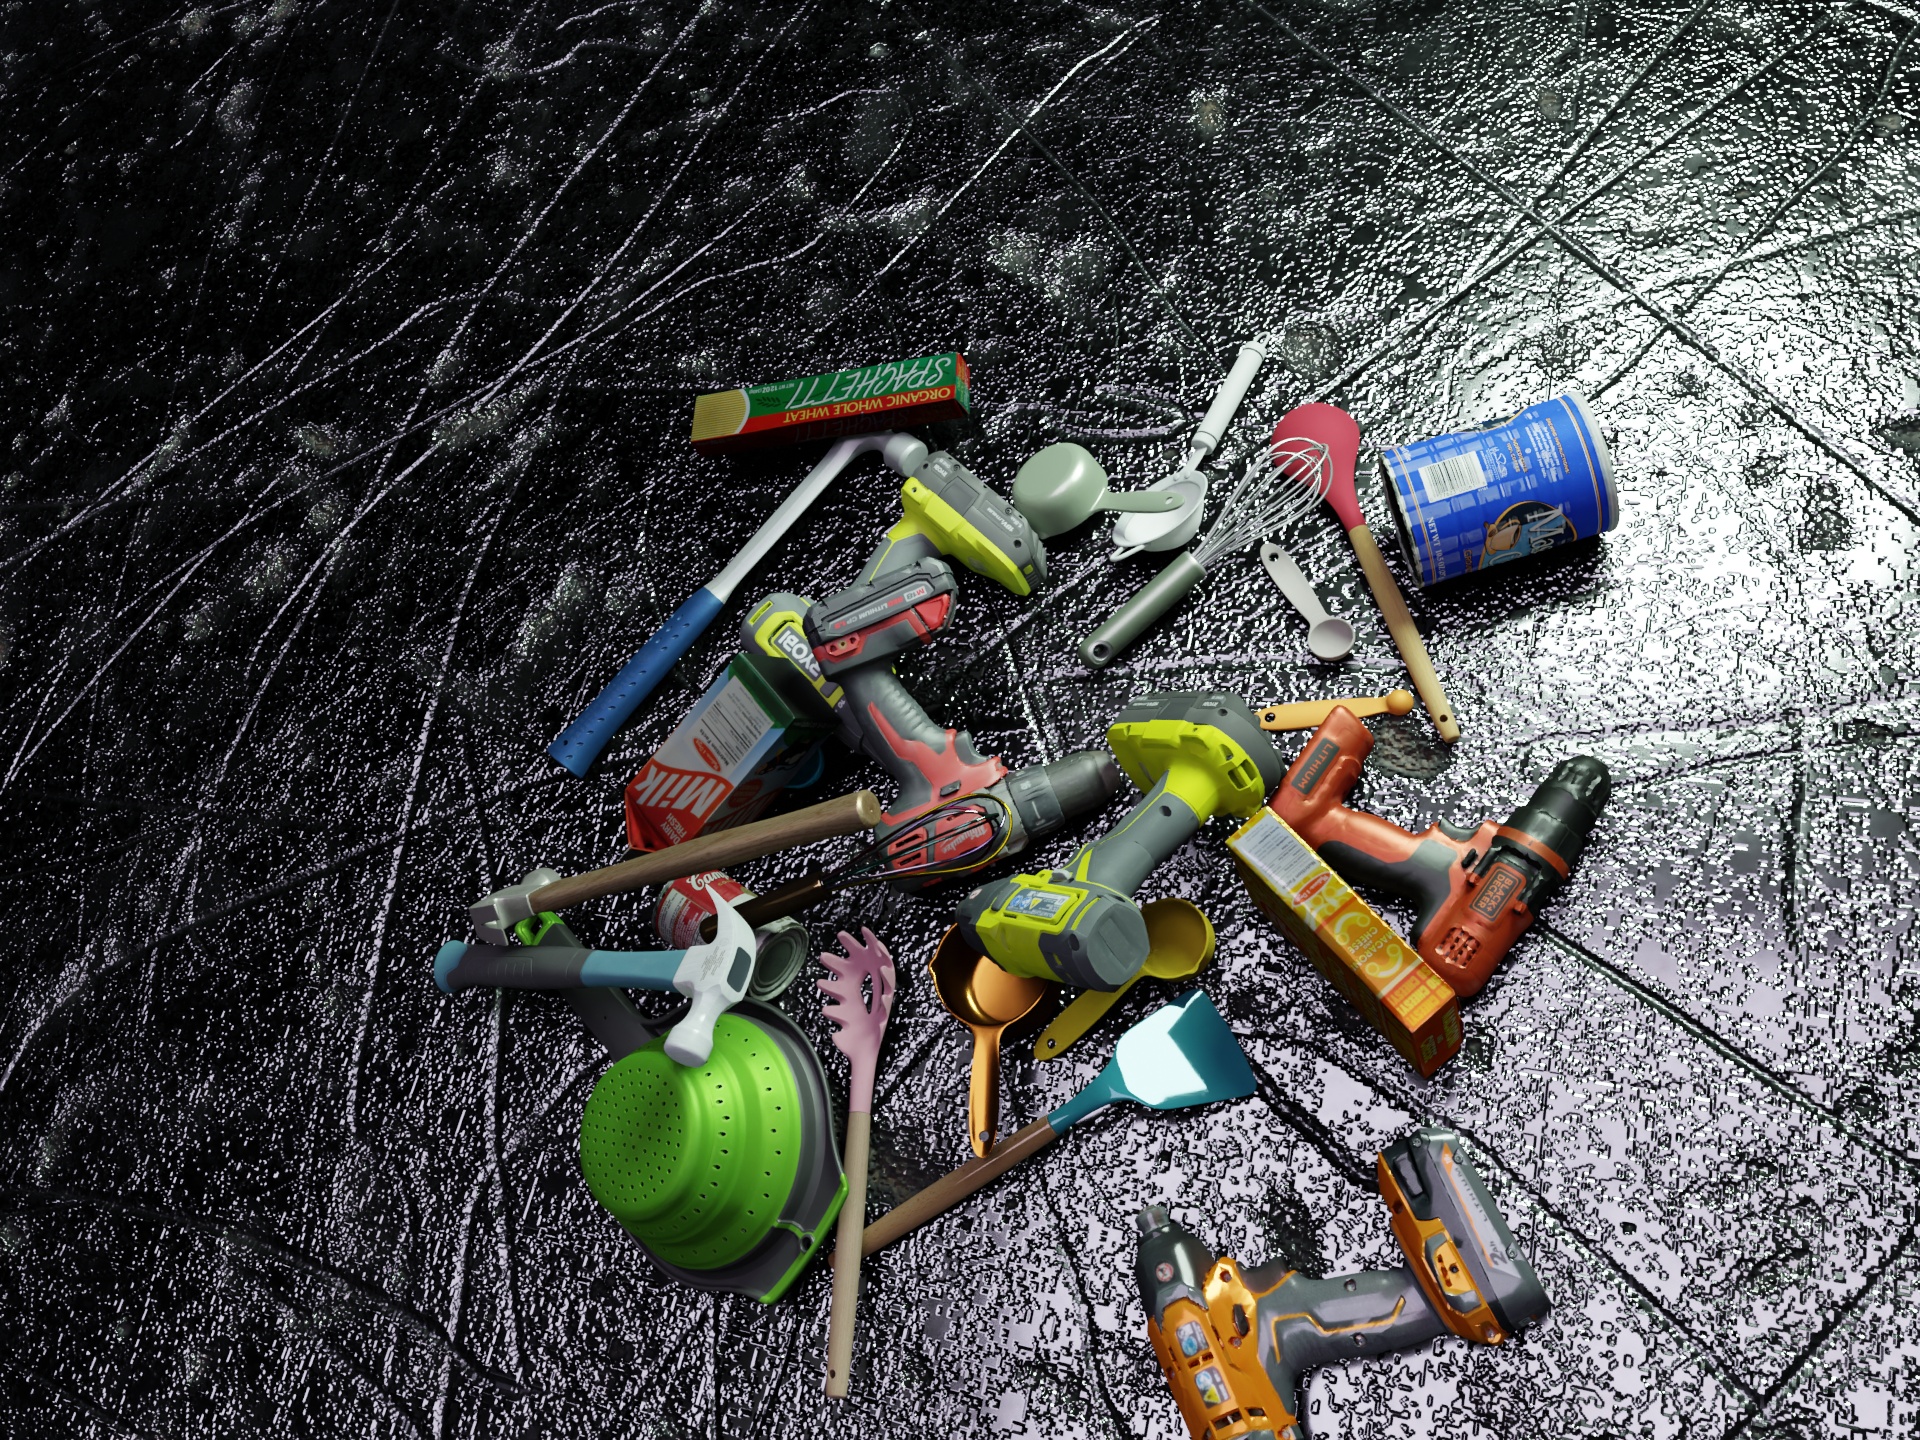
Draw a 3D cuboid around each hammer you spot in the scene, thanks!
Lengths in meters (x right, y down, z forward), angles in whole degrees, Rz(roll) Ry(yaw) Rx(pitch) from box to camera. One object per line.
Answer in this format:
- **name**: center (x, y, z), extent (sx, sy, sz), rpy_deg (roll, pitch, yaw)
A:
- **hammer**: center (-0.276, 0.181, 1.156), extent (0.331, 0.033, 0.128), rpy_deg (-5, 46, 38)
- **hammer**: center (-0.208, -0.118, 1.369), extent (0.144, 0.035, 0.405), rpy_deg (37, 82, 30)
- **hammer**: center (-0.211, 0.104, 1.148), extent (0.331, 0.130, 0.031), rpy_deg (-16, 96, 20)

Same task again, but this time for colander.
- **colander**: center (-0.247, 0.248, 1.150), extent (0.397, 0.094, 0.204), rpy_deg (38, 98, 36)

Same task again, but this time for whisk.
- **whisk**: center (0.185, -0.125, 1.212), extent (0.246, 0.057, 0.059), rpy_deg (-42, 16, 8)
- **whisk**: center (-0.076, 0.112, 1.127), extent (0.245, 0.051, 0.047), rpy_deg (-23, 94, 12)

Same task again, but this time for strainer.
- **strainer**: center (0.192, -0.213, 1.264), extent (0.087, 0.050, 0.258), rpy_deg (1, 56, 53)

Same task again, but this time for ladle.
- **ladle**: center (0.305, -0.120, 1.186), extent (0.069, 0.031, 0.316), rpy_deg (-24, 61, 13)

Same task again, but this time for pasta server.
- **pasta server**: center (-0.077, 0.298, 1.103), extent (0.060, 0.040, 0.316), rpy_deg (-16, 55, 30)

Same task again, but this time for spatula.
- **spatula**: center (0.046, 0.292, 1.083), extent (0.317, 0.044, 0.082), rpy_deg (-33, 59, 8)

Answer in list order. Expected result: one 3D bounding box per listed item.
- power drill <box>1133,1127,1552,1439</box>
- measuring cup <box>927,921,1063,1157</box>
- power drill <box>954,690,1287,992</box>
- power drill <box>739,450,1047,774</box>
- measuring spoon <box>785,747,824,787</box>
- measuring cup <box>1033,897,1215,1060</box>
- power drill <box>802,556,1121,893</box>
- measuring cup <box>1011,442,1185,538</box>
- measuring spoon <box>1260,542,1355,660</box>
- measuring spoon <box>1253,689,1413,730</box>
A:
- **power drill**: center (0.218, 0.336, 0.965), extent (0.226, 0.084, 0.164), rpy_deg (-30, 58, 9)
- **measuring cup**: center (0.027, 0.219, 1.109), extent (0.095, 0.052, 0.174), rpy_deg (-4, 66, 18)
- **power drill**: center (0.102, 0.081, 1.073), extent (0.223, 0.080, 0.171), rpy_deg (-46, 24, -24)
- **power drill**: center (-0.040, -0.082, 1.266), extent (0.228, 0.080, 0.191), rpy_deg (-46, 67, -3)
- **measuring spoon**: center (-0.158, 0.062, 1.278), extent (0.128, 0.021, 0.042), rpy_deg (-37, 61, 11)
- **measuring cup**: center (0.114, 0.187, 1.113), extent (0.156, 0.029, 0.062), rpy_deg (-43, 58, 10)
- **power drill**: center (-0.002, -0.004, 1.175), extent (0.188, 0.080, 0.227), rpy_deg (-22, 88, 0)
- **measuring cup**: center (0.106, -0.183, 1.249), extent (0.168, 0.038, 0.083), rpy_deg (12, 64, 49)
- **measuring spoon**: center (0.259, -0.089, 1.197), extent (0.034, 0.018, 0.124), rpy_deg (-29, 52, 5)
- **measuring spoon**: center (0.268, -0.008, 1.152), extent (0.117, 0.011, 0.021), rpy_deg (-8, 63, 17)
